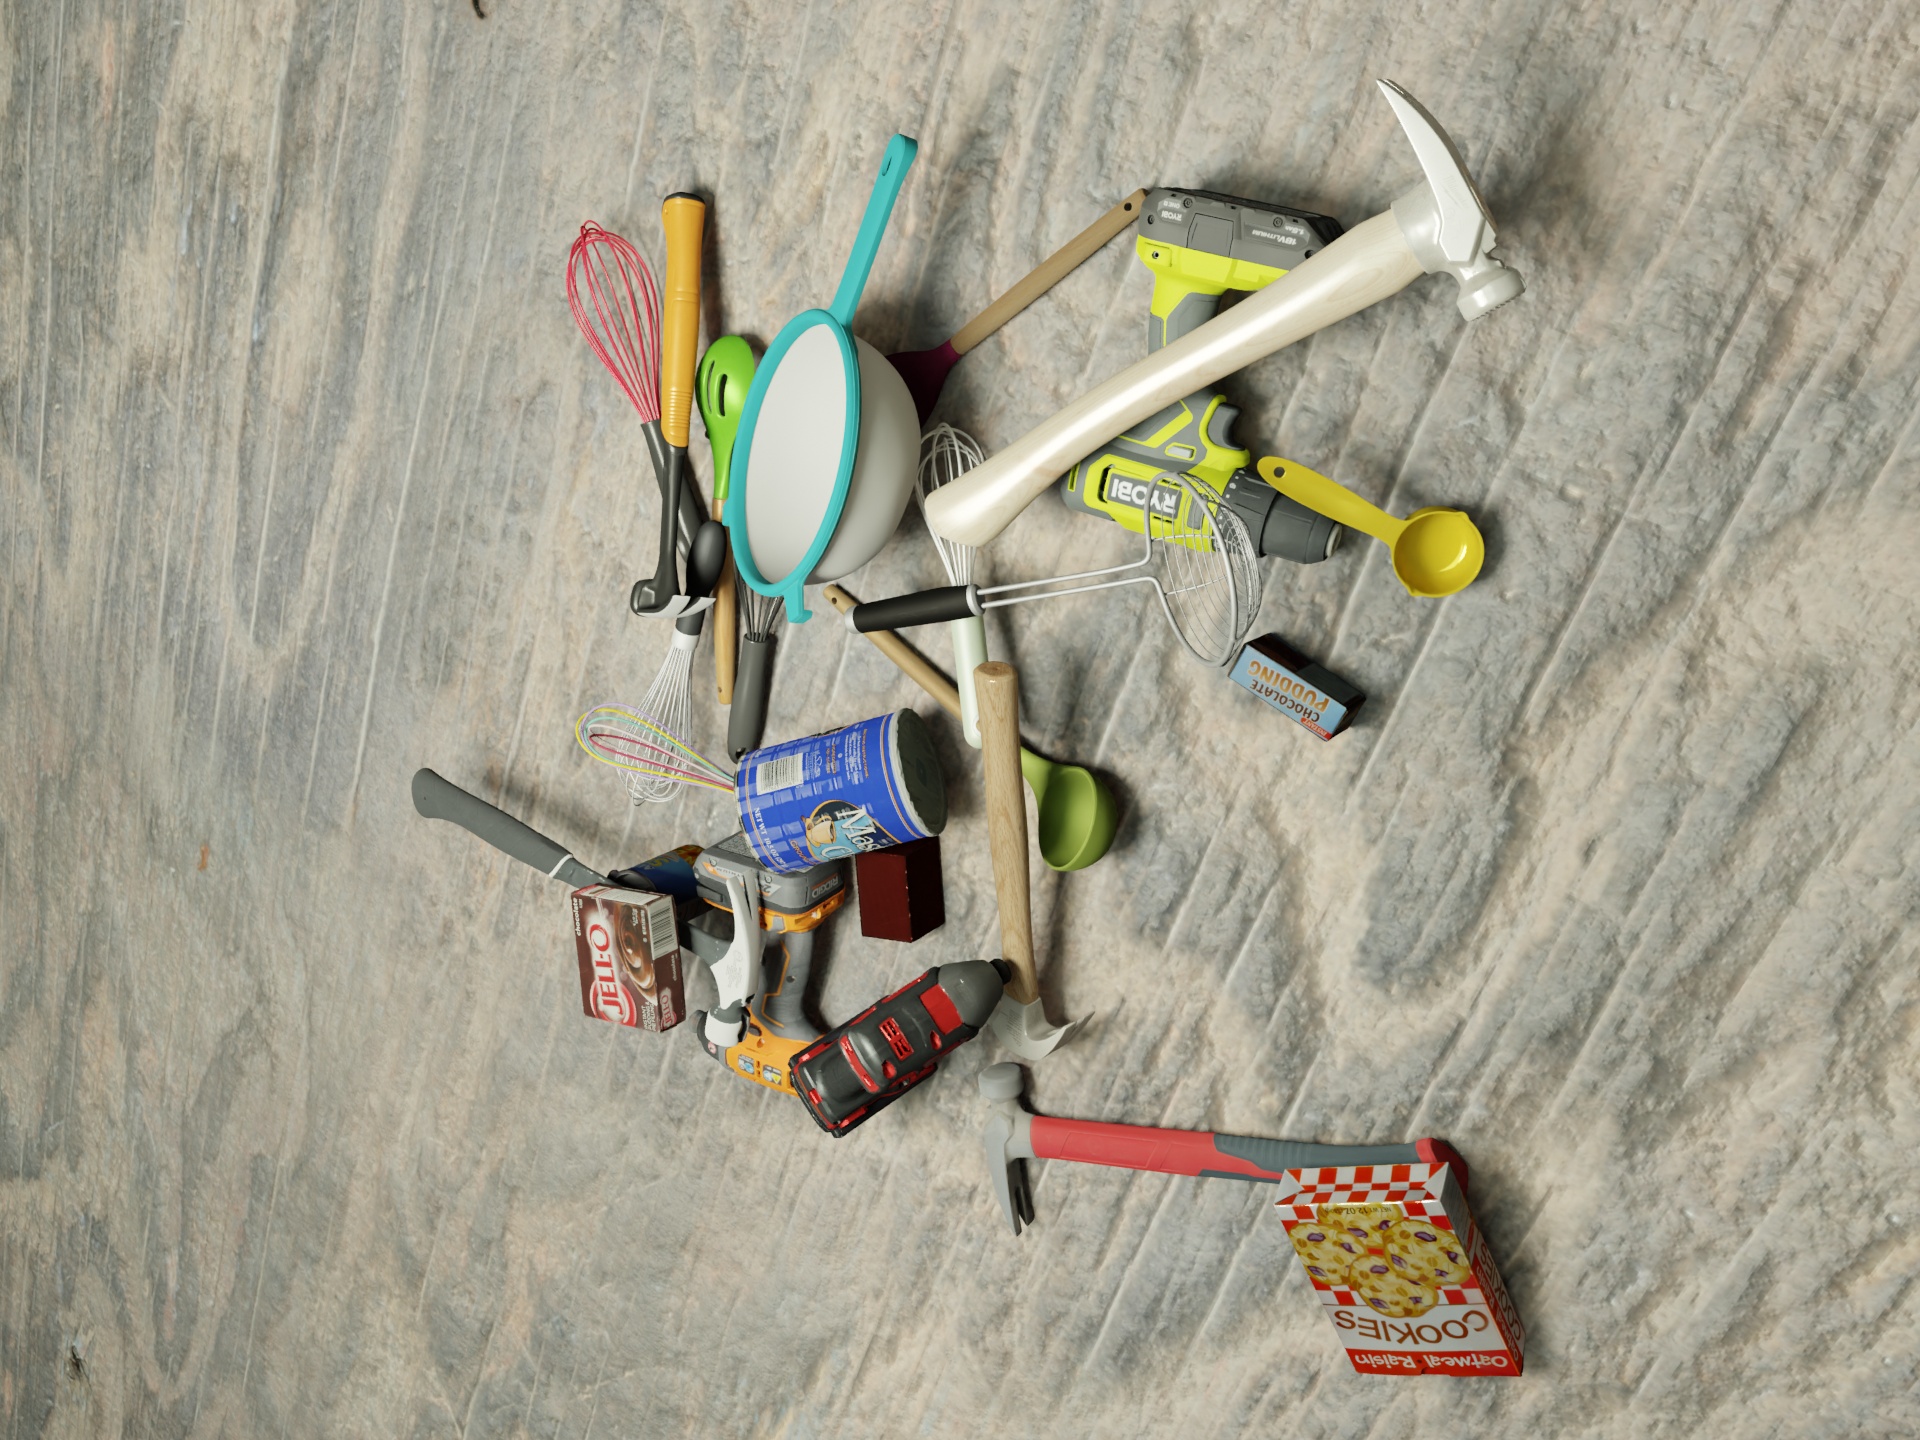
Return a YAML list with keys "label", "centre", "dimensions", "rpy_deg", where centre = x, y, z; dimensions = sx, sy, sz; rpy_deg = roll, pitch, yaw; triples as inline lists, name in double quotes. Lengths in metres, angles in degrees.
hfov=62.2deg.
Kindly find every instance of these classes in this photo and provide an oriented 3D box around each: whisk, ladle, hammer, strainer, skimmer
- label: "whisk"
  centre: [-0.262, -0.269, 1.326]
  dimensions: [0.073, 0.073, 0.295]
  rpy_deg: [-8, 105, 33]
- label: "whisk"
  centre: [-0.209, 0.052, 1.336]
  dimensions: [0.245, 0.047, 0.051]
  rpy_deg: [23, 113, -2]
- label: "ladle"
  centre: [-0.002, -0.004, 1.235]
  dimensions: [0.320, 0.062, 0.078]
  rpy_deg: [42, 120, 19]
- label: "hammer"
  centre: [-0.224, -0.250, 1.261]
  dimensions: [0.127, 0.034, 0.337]
  rpy_deg: [4, 92, 62]
- label: "whisk"
  centre: [-0.173, -0.067, 1.330]
  dimensions: [0.055, 0.055, 0.238]
  rpy_deg: [24, 118, 25]
- label: "strainer"
  centre: [-0.067, -0.245, 1.158]
  dimensions: [0.211, 0.095, 0.340]
  rpy_deg: [52, 126, 51]
- label: "hammer"
  centre: [0.133, -0.229, 1.007]
  dimensions: [0.410, 0.038, 0.146]
  rpy_deg: [-27, 94, 33]
- label: "hammer"
  centre: [-0.334, 0.131, 1.388]
  dimensions: [0.409, 0.036, 0.149]
  rpy_deg: [24, 113, 26]
- label: "whisk"
  centre: [0.001, -0.101, 1.194]
  dimensions: [0.059, 0.057, 0.246]
  rpy_deg: [171, 92, -70]
- label: "skimmer"
  centre: [0.043, -0.084, 1.081]
  dimensions: [0.363, 0.090, 0.127]
  rpy_deg: [-6, 104, 38]
- label: "hammer"
  centre: [0.191, 0.347, 1.217]
  dimensions: [0.386, 0.038, 0.143]
  rpy_deg: [-3, 102, 33]
- label: "whisk"
  centre: [-0.241, -0.044, 1.353]
  dimensions: [0.070, 0.070, 0.284]
  rpy_deg: [32, 122, 21]
- label: "hammer"
  centre: [0.040, 0.113, 1.195]
  dimensions: [0.130, 0.031, 0.331]
  rpy_deg: [23, 127, 45]

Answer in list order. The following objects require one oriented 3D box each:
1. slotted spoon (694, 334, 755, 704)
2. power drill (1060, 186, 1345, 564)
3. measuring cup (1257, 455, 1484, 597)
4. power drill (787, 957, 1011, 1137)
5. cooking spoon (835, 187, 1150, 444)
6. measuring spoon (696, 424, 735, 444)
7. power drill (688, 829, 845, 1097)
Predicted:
- label: "slotted spoon"
  centre: [-0.197, -0.160, 1.322]
  dimensions: [0.070, 0.031, 0.313]
  rpy_deg: [22, 119, 39]
- label: "power drill"
  centre: [0.178, -0.222, 1.052]
  dimensions: [0.191, 0.080, 0.228]
  rpy_deg: [20, 115, 21]
- label: "measuring cup"
  centre: [0.261, -0.133, 1.022]
  dimensions: [0.156, 0.029, 0.062]
  rpy_deg: [28, 113, 1]
- label: "power drill"
  centre: [-0.047, 0.250, 1.251]
  dimensions: [0.078, 0.143, 0.219]
  rpy_deg: [56, 151, 9]
- label: "cooking spoon"
  centre: [0.015, -0.290, 1.168]
  dimensions: [0.319, 0.017, 0.069]
  rpy_deg: [-31, 86, 35]
- label: "measuring spoon"
  centre: [-0.172, -0.236, 1.300]
  dimensions: [0.124, 0.018, 0.034]
  rpy_deg: [3, 104, 32]
- label: "power drill"
  centre: [-0.175, 0.214, 1.387]
  dimensions: [0.164, 0.084, 0.226]
  rpy_deg: [12, 113, 29]
